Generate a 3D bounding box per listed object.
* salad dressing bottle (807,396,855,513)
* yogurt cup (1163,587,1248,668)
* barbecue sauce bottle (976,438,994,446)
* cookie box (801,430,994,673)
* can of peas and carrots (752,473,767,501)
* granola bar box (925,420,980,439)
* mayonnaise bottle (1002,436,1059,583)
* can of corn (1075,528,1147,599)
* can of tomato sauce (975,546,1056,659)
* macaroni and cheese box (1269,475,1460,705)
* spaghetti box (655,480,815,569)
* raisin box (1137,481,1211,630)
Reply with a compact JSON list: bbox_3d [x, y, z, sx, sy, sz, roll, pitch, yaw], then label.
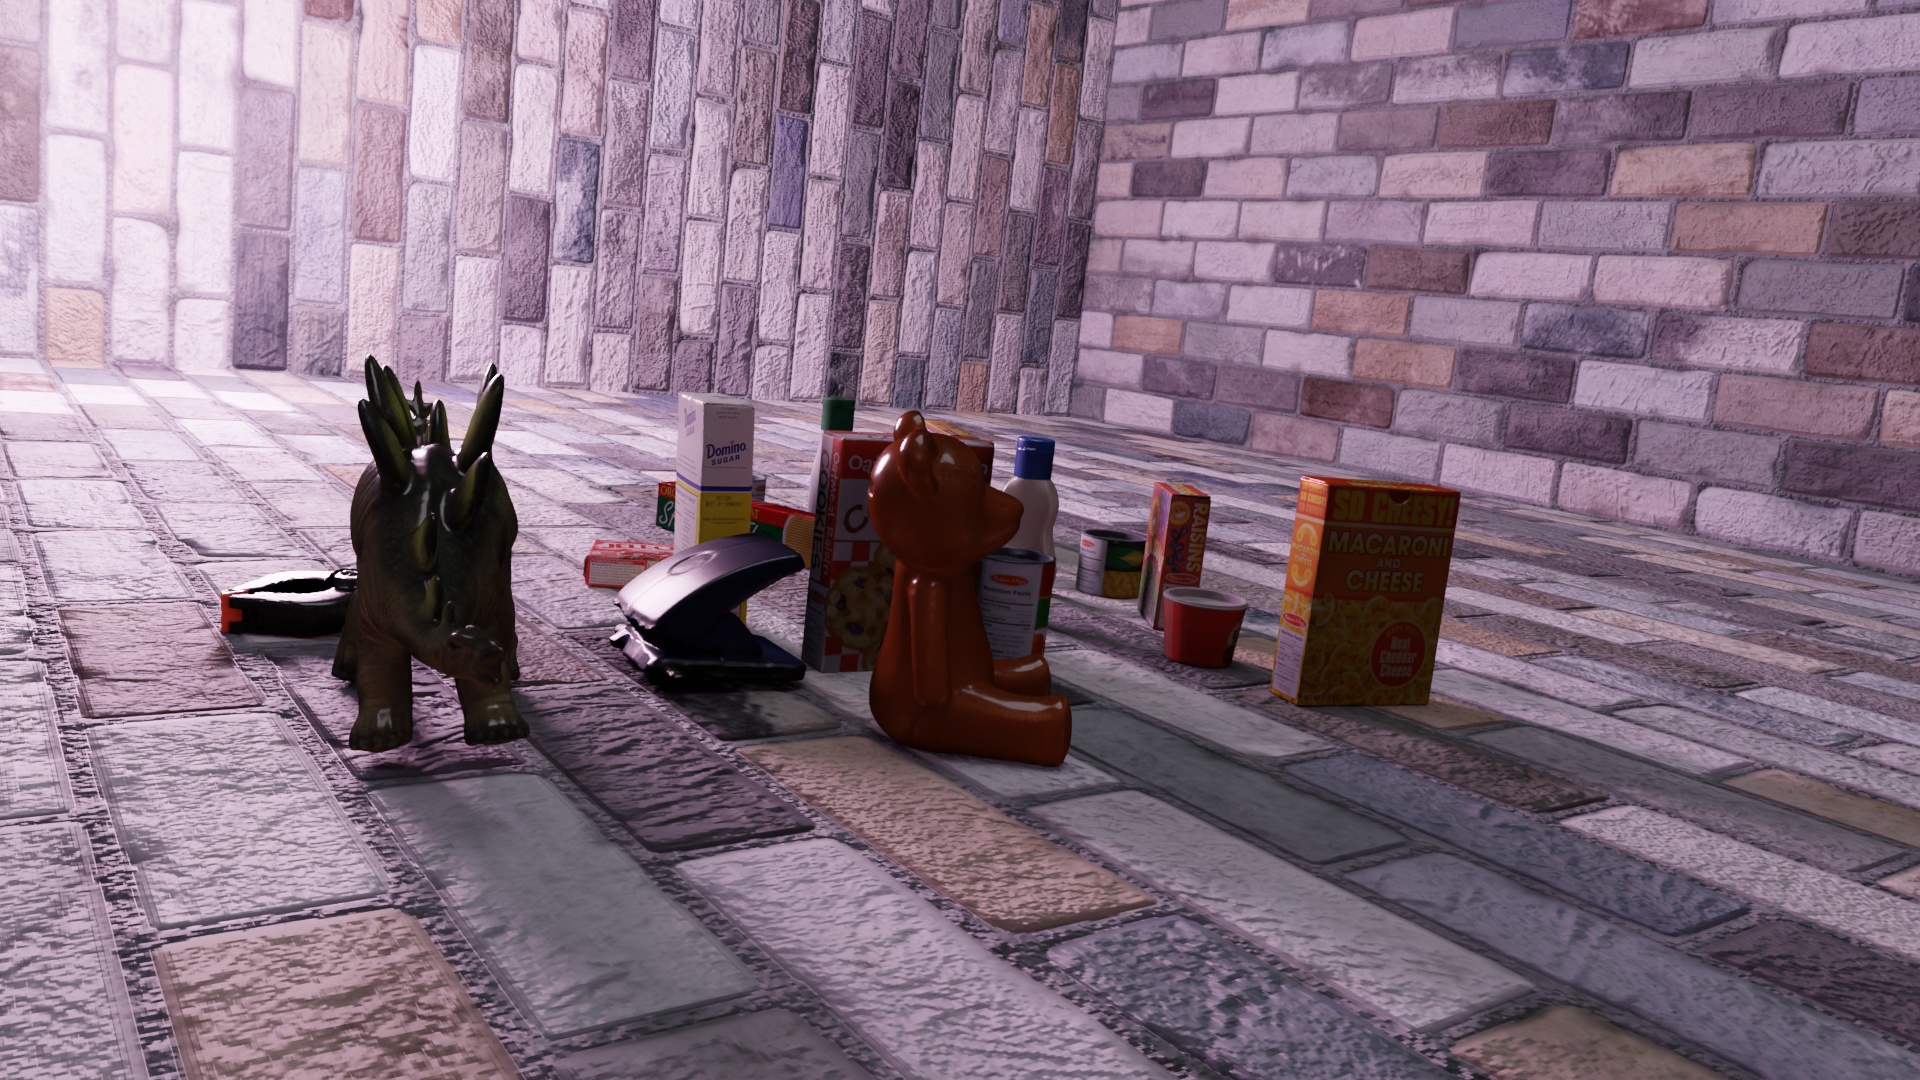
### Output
[{"bbox_3d":[-0.144,-0.089,1.577,0.044,0.147,0.064,10,10,24],"label":"salad dressing bottle"},{"bbox_3d":[0.195,0.071,1.124,0.072,0.054,0.072,6,9,-1],"label":"yogurt cup"},{"bbox_3d":[0.004,-0.015,1.229,0.065,0.148,0.044,9,9,19],"label":"barbecue sauce bottle"},{"bbox_3d":[-0.045,0.007,1.000,0.123,0.167,0.040,1,10,-31],"label":"cookie box"},{"bbox_3d":[-0.247,-0.043,1.505,0.071,0.058,0.071,6,9,-1],"label":"can of peas and carrots"},{"bbox_3d":[-0.019,-0.070,1.621,0.039,0.124,0.166,4,9,-13],"label":"granola bar box"},{"bbox_3d":[0.065,-0.024,1.321,0.065,0.147,0.041,9,9,18],"label":"mayonnaise bottle"},{"bbox_3d":[0.151,0.023,1.372,0.071,0.058,0.071,6,9,-1],"label":"can of corn"},{"bbox_3d":[0.035,0.050,1.055,0.071,0.083,0.071,6,9,-1],"label":"can of tomato sauce"},{"bbox_3d":[0.305,0.039,1.042,0.124,0.166,0.040,2,9,-23],"label":"macaroni and cheese box"},{"bbox_3d":[-0.217,-0.017,1.396,0.250,0.050,0.029,13,11,37],"label":"spaghetti box"},{"bbox_3d":[0.193,0.014,1.255,0.040,0.123,0.086,6,9,-3],"label":"raisin box"}]
